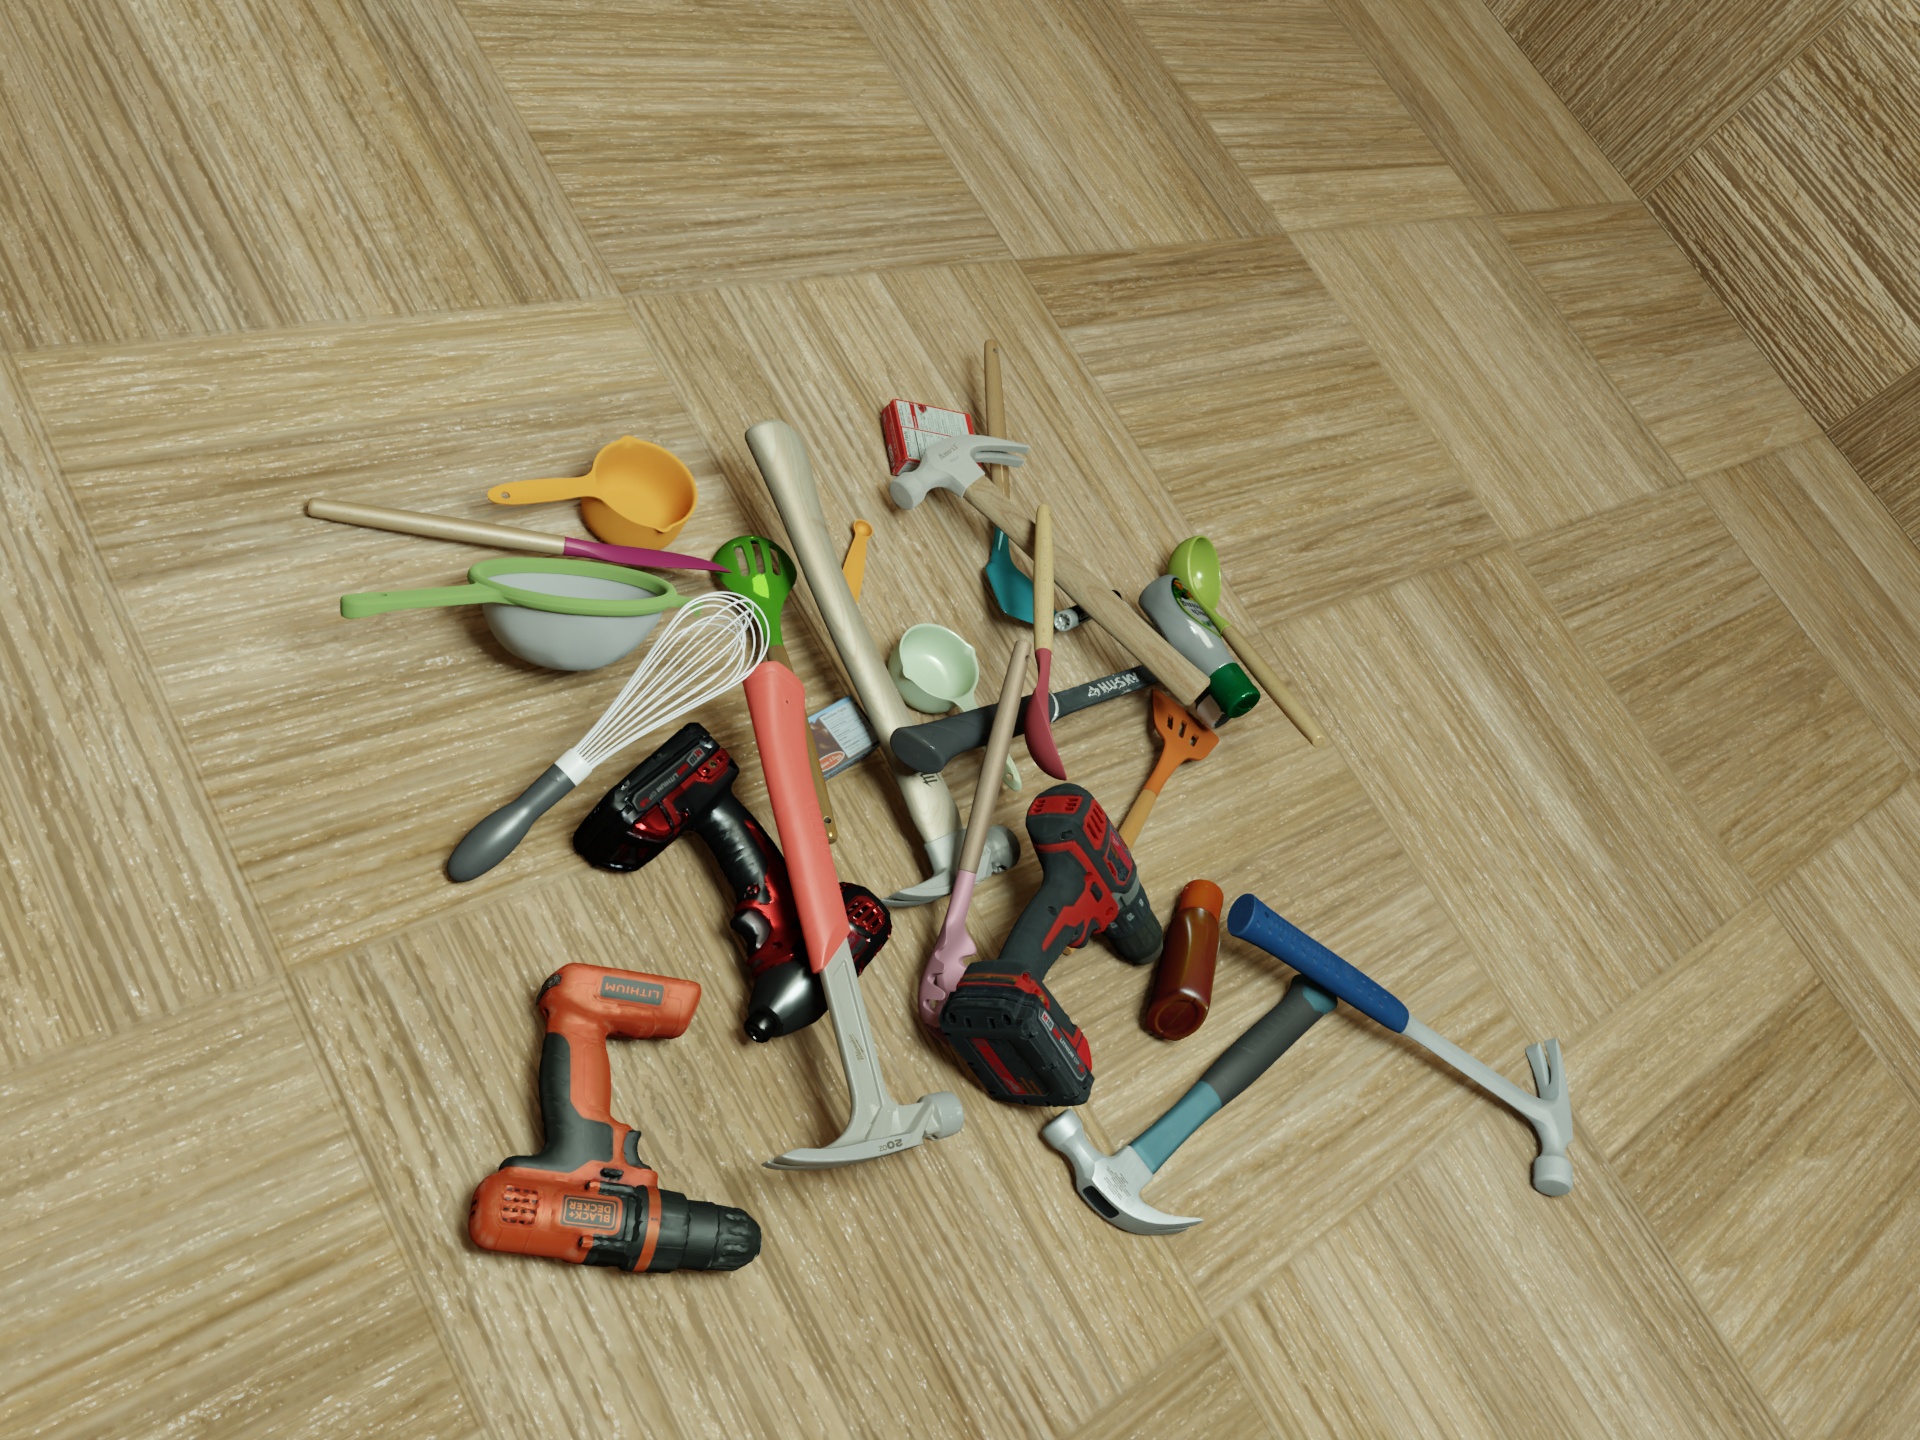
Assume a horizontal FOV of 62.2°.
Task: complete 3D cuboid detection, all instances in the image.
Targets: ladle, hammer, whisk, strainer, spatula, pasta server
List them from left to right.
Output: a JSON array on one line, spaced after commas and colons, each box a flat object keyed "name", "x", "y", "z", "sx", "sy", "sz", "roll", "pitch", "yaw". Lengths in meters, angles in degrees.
[{"name": "strainer", "x": -0.321, "y": -0.067, "z": 1.134, "sx": 0.152, "sy": 0.069, "sz": 0.256, "roll": 20, "pitch": 20, "yaw": 36}, {"name": "whisk", "x": -0.248, "y": 0.010, "z": 1.114, "sx": 0.070, "sy": 0.070, "sz": 0.284, "roll": 46, "pitch": 74, "yaw": 2}, {"name": "hammer", "x": -0.106, "y": 0.127, "z": 1.108, "sx": 0.149, "sy": 0.036, "sz": 0.359, "roll": -1, "pitch": 66, "yaw": -38}, {"name": "hammer", "x": -0.086, "y": -0.051, "z": 1.270, "sx": 0.146, "sy": 0.038, "sz": 0.411, "roll": -17, "pitch": 80, "yaw": -48}, {"name": "pasta server", "x": 0.018, "y": 0.091, "z": 1.217, "sx": 0.060, "sy": 0.040, "sz": 0.316, "roll": 28, "pitch": 74, "yaw": -55}, {"name": "spatula", "x": 0.046, "y": -0.228, "z": 1.508, "sx": 0.082, "sy": 0.044, "sz": 0.318, "roll": 13, "pitch": 64, "yaw": -38}, {"name": "ladle", "x": 0.070, "y": -0.075, "z": 1.326, "sx": 0.031, "sy": 0.069, "sz": 0.316, "roll": -8, "pitch": 47, "yaw": 11}, {"name": "hammer", "x": 0.085, "y": -0.019, "z": 1.362, "sx": 0.409, "sy": 0.036, "sz": 0.149, "roll": -17, "pitch": 58, "yaw": -49}, {"name": "hammer", "x": 0.095, "y": -0.137, "z": 1.436, "sx": 0.331, "sy": 0.031, "sz": 0.130, "roll": 43, "pitch": 59, "yaw": 7}, {"name": "spatula", "x": 0.153, "y": 0.086, "z": 1.401, "sx": 0.081, "sy": 0.041, "sz": 0.323, "roll": 37, "pitch": 52, "yaw": -3}, {"name": "hammer", "x": 0.208, "y": 0.295, "z": 1.287, "sx": 0.331, "sy": 0.033, "sz": 0.128, "roll": -29, "pitch": 77, "yaw": -41}, {"name": "ladle", "x": 0.271, "y": -0.076, "z": 1.479, "sx": 0.078, "sy": 0.062, "sz": 0.321, "roll": 56, "pitch": 4, "yaw": -38}, {"name": "hammer", "x": 0.395, "y": 0.264, "z": 1.396, "sx": 0.405, "sy": 0.035, "sz": 0.144, "roll": 34, "pitch": 47, "yaw": -18}]

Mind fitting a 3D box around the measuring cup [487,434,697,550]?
[{"name": "measuring cup", "x": -0.297, "y": -0.172, "z": 1.267, "sx": 0.173, "sy": 0.052, "sz": 0.095, "roll": -11, "pitch": 67, "yaw": -35}]

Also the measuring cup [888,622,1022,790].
[{"name": "measuring cup", "x": -0.002, "y": -0.004, "z": 1.353, "sx": 0.083, "sy": 0.038, "sz": 0.168, "roll": -23, "pitch": 76, "yaw": -40}]

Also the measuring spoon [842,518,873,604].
[{"name": "measuring spoon", "x": -0.096, "y": -0.130, "z": 1.397, "sx": 0.021, "sy": 0.011, "sz": 0.117, "roll": 23, "pitch": 54, "yaw": -19}]

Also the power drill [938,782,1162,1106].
[{"name": "power drill", "x": 0.085, "y": 0.186, "z": 1.229, "sx": 0.187, "sy": 0.080, "sz": 0.227, "roll": 57, "pitch": 43, "yaw": -34}]

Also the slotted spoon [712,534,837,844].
[{"name": "slotted spoon", "x": -0.139, "y": -0.036, "z": 1.260, "sx": 0.070, "sy": 0.031, "sz": 0.314, "roll": -4, "pitch": 55, "yaw": -21}]

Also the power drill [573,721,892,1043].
[{"name": "power drill", "x": -0.163, "y": 0.122, "z": 1.142, "sx": 0.219, "sy": 0.078, "sz": 0.143, "roll": 45, "pitch": 47, "yaw": -3}]

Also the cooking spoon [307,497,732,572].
[{"name": "cooking spoon", "x": -0.332, "y": -0.139, "z": 1.226, "sx": 0.318, "sy": 0.069, "sz": 0.017, "roll": 7, "pitch": 93, "yaw": -22}]
